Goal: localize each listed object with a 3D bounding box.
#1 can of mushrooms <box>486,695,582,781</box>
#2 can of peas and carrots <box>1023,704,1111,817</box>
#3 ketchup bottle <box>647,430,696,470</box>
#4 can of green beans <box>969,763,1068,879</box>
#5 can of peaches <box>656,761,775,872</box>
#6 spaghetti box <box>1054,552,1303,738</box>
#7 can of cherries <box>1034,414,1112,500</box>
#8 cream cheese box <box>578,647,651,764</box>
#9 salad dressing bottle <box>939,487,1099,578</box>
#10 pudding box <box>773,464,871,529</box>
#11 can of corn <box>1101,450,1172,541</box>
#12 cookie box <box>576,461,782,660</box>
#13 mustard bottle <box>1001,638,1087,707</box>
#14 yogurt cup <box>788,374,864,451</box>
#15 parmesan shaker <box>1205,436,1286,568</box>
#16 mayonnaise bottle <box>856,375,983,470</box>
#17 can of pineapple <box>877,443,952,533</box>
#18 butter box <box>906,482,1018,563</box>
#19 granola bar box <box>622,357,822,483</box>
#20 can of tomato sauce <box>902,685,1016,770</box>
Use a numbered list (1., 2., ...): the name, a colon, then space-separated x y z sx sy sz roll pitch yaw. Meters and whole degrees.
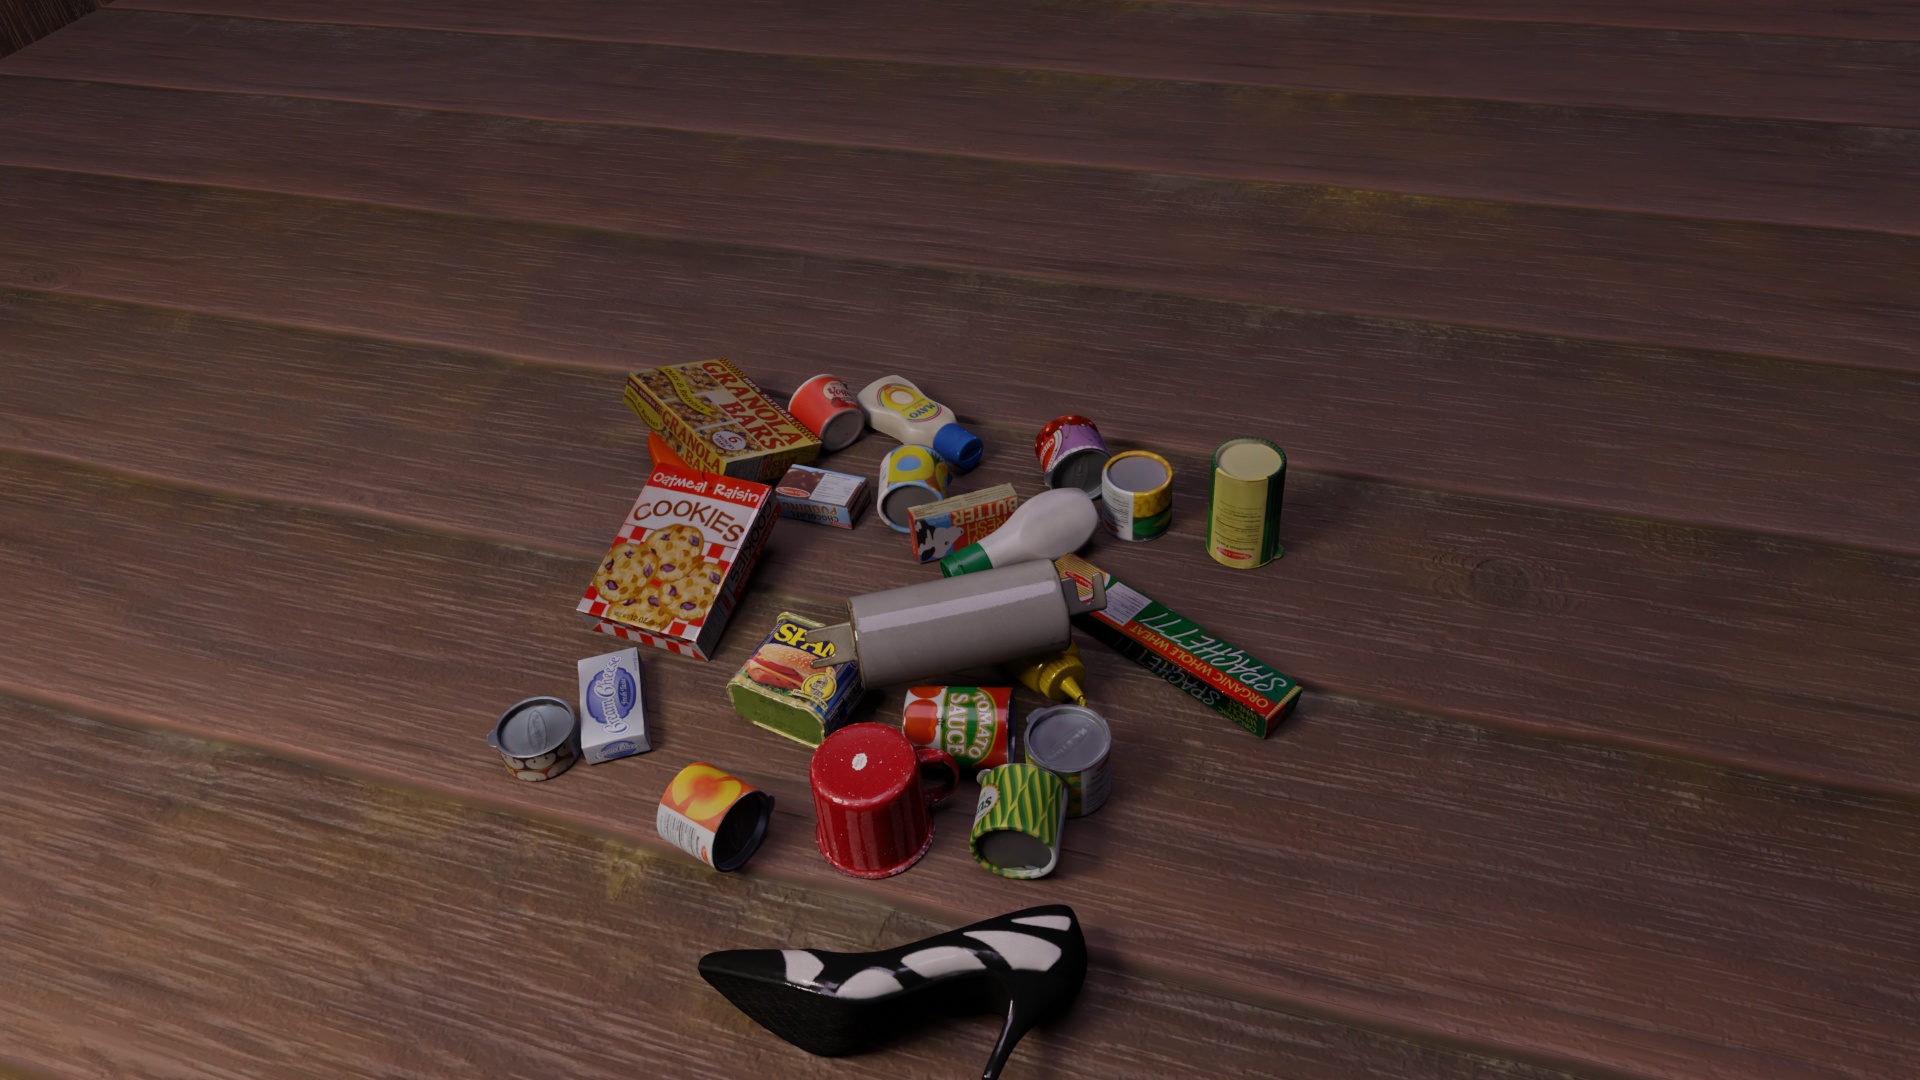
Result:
1. can of mushrooms: -0.348 0.162 1.137 0.071 0.033 0.071 -2 42 2
2. can of peas and carrots: 0.081 0.169 1.068 0.071 0.058 0.071 -3 41 3
3. ketchup bottle: -0.264 -0.062 1.373 0.065 0.043 0.149 -12 42 -18
4. can of green beans: 0.043 0.207 1.023 0.071 0.071 0.058 4 43 11
5. can of peaches: -0.185 0.206 1.048 0.058 0.071 0.071 20 47 27
6. spaghetti box: 0.170 0.085 1.176 0.250 0.028 0.050 31 53 34
7. can of cherries: 0.107 -0.079 1.337 0.071 0.071 0.058 -11 42 -7
8. cream cheese box: -0.291 0.138 1.166 0.053 0.024 0.104 -13 42 -7
9. salad dressing bottle: 0.053 0.002 1.264 0.148 0.044 0.064 -26 89 -14
10. pudding box: -0.135 -0.043 1.350 0.084 0.030 0.050 11 45 17
11. can of corn: 0.167 -0.043 1.298 0.071 0.058 0.071 -3 42 3
12. cookie box: -0.252 0.015 1.256 0.123 0.040 0.168 12 60 18
13. mustard bottle: 0.064 0.088 1.167 0.065 0.048 0.161 -25 45 -18
14. yogurt cup: -0.135 -0.128 1.421 0.072 0.072 0.054 -27 54 -23
15. parmesan shaker: 0.259 -0.034 1.244 0.071 0.102 0.072 -3 41 3
16. mayonnaise bottle: -0.039 -0.119 1.416 0.065 0.041 0.148 -32 47 -30
17. can of pineapple: -0.043 -0.049 1.320 0.071 0.070 0.058 -2 42 3
18. butter box: 0.005 -0.016 1.288 0.104 0.052 0.024 -14 39 -11
19. granola bar box: -0.239 -0.118 1.392 0.125 0.038 0.166 -17 49 -45
20. can of tomato sauce: 0.000 0.147 1.092 0.083 0.070 0.071 1 42 8
